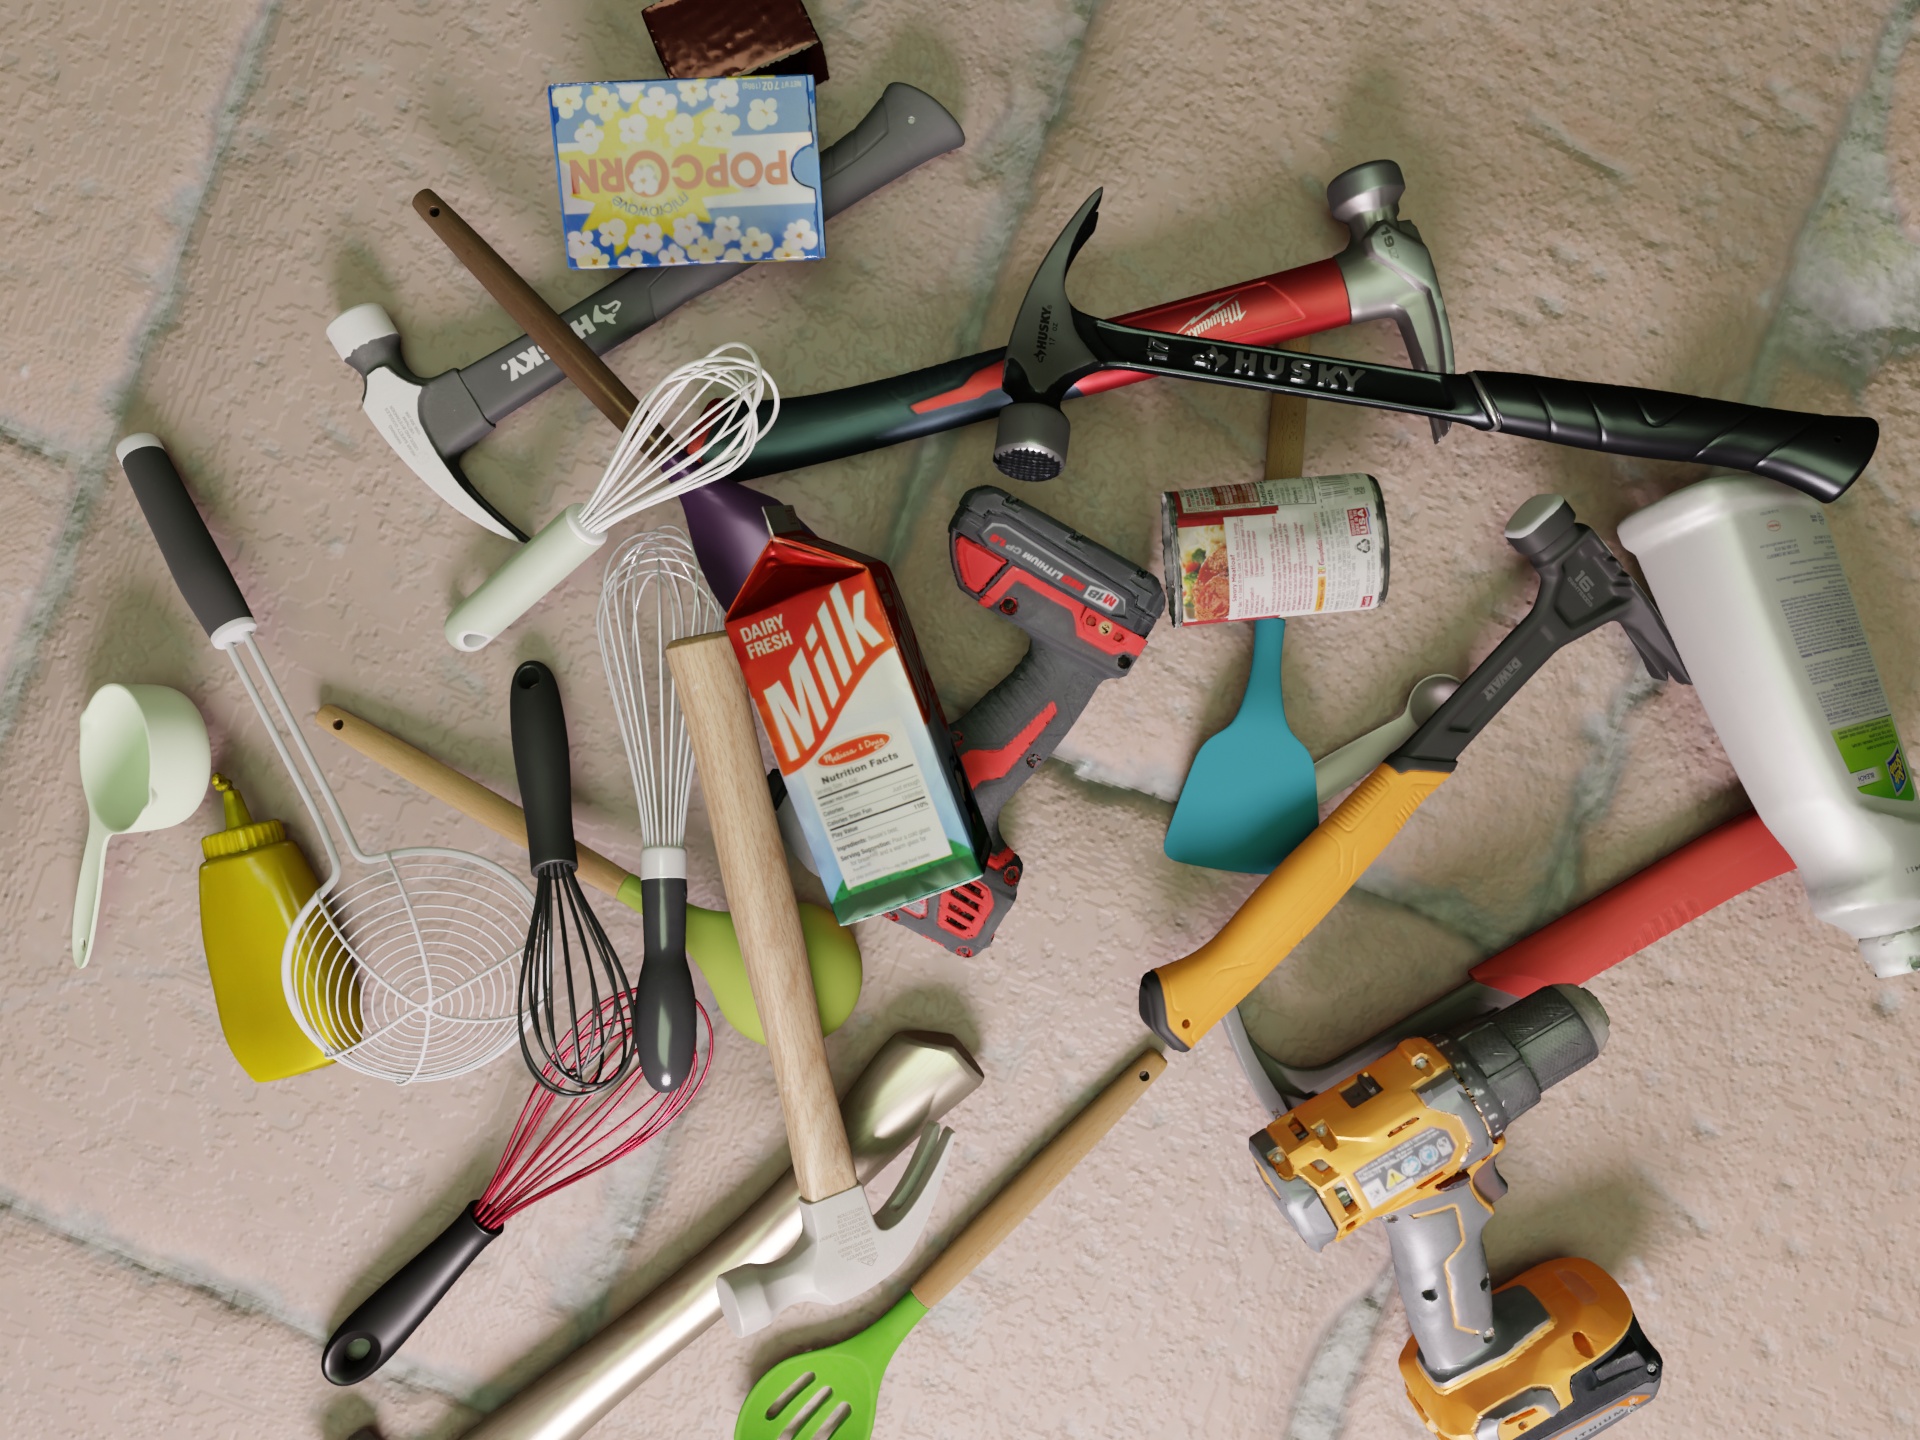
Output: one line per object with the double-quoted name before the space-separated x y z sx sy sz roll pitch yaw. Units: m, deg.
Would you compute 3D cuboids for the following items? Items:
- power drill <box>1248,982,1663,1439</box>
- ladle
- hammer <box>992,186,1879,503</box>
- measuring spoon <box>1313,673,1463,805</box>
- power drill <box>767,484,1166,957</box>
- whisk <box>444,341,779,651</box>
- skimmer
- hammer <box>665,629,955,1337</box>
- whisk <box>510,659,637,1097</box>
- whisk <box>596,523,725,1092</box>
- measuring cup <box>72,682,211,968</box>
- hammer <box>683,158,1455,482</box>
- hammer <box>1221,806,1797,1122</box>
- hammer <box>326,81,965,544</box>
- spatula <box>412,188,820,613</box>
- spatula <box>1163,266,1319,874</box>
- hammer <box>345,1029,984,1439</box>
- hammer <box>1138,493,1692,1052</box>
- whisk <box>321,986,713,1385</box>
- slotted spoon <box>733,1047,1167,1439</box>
"power drill" 0.271 0.252 0.801 0.185 0.084 0.226 -31 106 -1
"ladle" -0.196 0.074 0.835 0.320 0.062 0.078 29 88 5
"hammer" 0.225 -0.158 0.752 0.409 0.036 0.149 8 71 1
"measuring spoon" 0.215 0.016 0.847 0.124 0.018 0.034 -33 91 8
"power drill" -0.001 -0.003 0.813 0.143 0.078 0.219 29 95 -2
"whisk" -0.177 -0.101 0.774 0.246 0.057 0.059 -33 57 31
"skimmer" -0.334 0.014 0.813 0.127 0.090 0.363 -31 77 -7
"hammer" -0.086 0.119 0.772 0.130 0.031 0.331 -15 96 -27
"whisk" -0.197 0.071 0.782 0.055 0.055 0.239 -15 62 0
"whisk" -0.147 0.039 0.791 0.070 0.070 0.285 -3 78 -1
"measuring cup" -0.430 0.057 0.828 0.083 0.038 0.167 36 114 31
"hammer" 0.052 -0.165 0.809 0.386 0.038 0.143 -15 85 3
"hammer" 0.315 0.115 0.840 0.359 0.037 0.149 -31 93 1
"hammer" -0.146 -0.222 0.819 0.335 0.035 0.146 -31 92 1
"spatula" -0.162 -0.146 0.787 0.060 0.018 0.316 -43 88 2
"spatula" 0.162 -0.078 0.834 0.082 0.044 0.317 6 87 8
"hammer" -0.144 0.320 0.845 0.410 0.038 0.146 -41 94 1
"hammer" 0.223 0.045 0.812 0.337 0.034 0.127 -45 105 -2
"whisk" -0.236 0.246 0.832 0.073 0.073 0.296 44 98 -3
"slotted spoon" -0.001 0.291 0.850 0.070 0.031 0.314 44 90 -3
